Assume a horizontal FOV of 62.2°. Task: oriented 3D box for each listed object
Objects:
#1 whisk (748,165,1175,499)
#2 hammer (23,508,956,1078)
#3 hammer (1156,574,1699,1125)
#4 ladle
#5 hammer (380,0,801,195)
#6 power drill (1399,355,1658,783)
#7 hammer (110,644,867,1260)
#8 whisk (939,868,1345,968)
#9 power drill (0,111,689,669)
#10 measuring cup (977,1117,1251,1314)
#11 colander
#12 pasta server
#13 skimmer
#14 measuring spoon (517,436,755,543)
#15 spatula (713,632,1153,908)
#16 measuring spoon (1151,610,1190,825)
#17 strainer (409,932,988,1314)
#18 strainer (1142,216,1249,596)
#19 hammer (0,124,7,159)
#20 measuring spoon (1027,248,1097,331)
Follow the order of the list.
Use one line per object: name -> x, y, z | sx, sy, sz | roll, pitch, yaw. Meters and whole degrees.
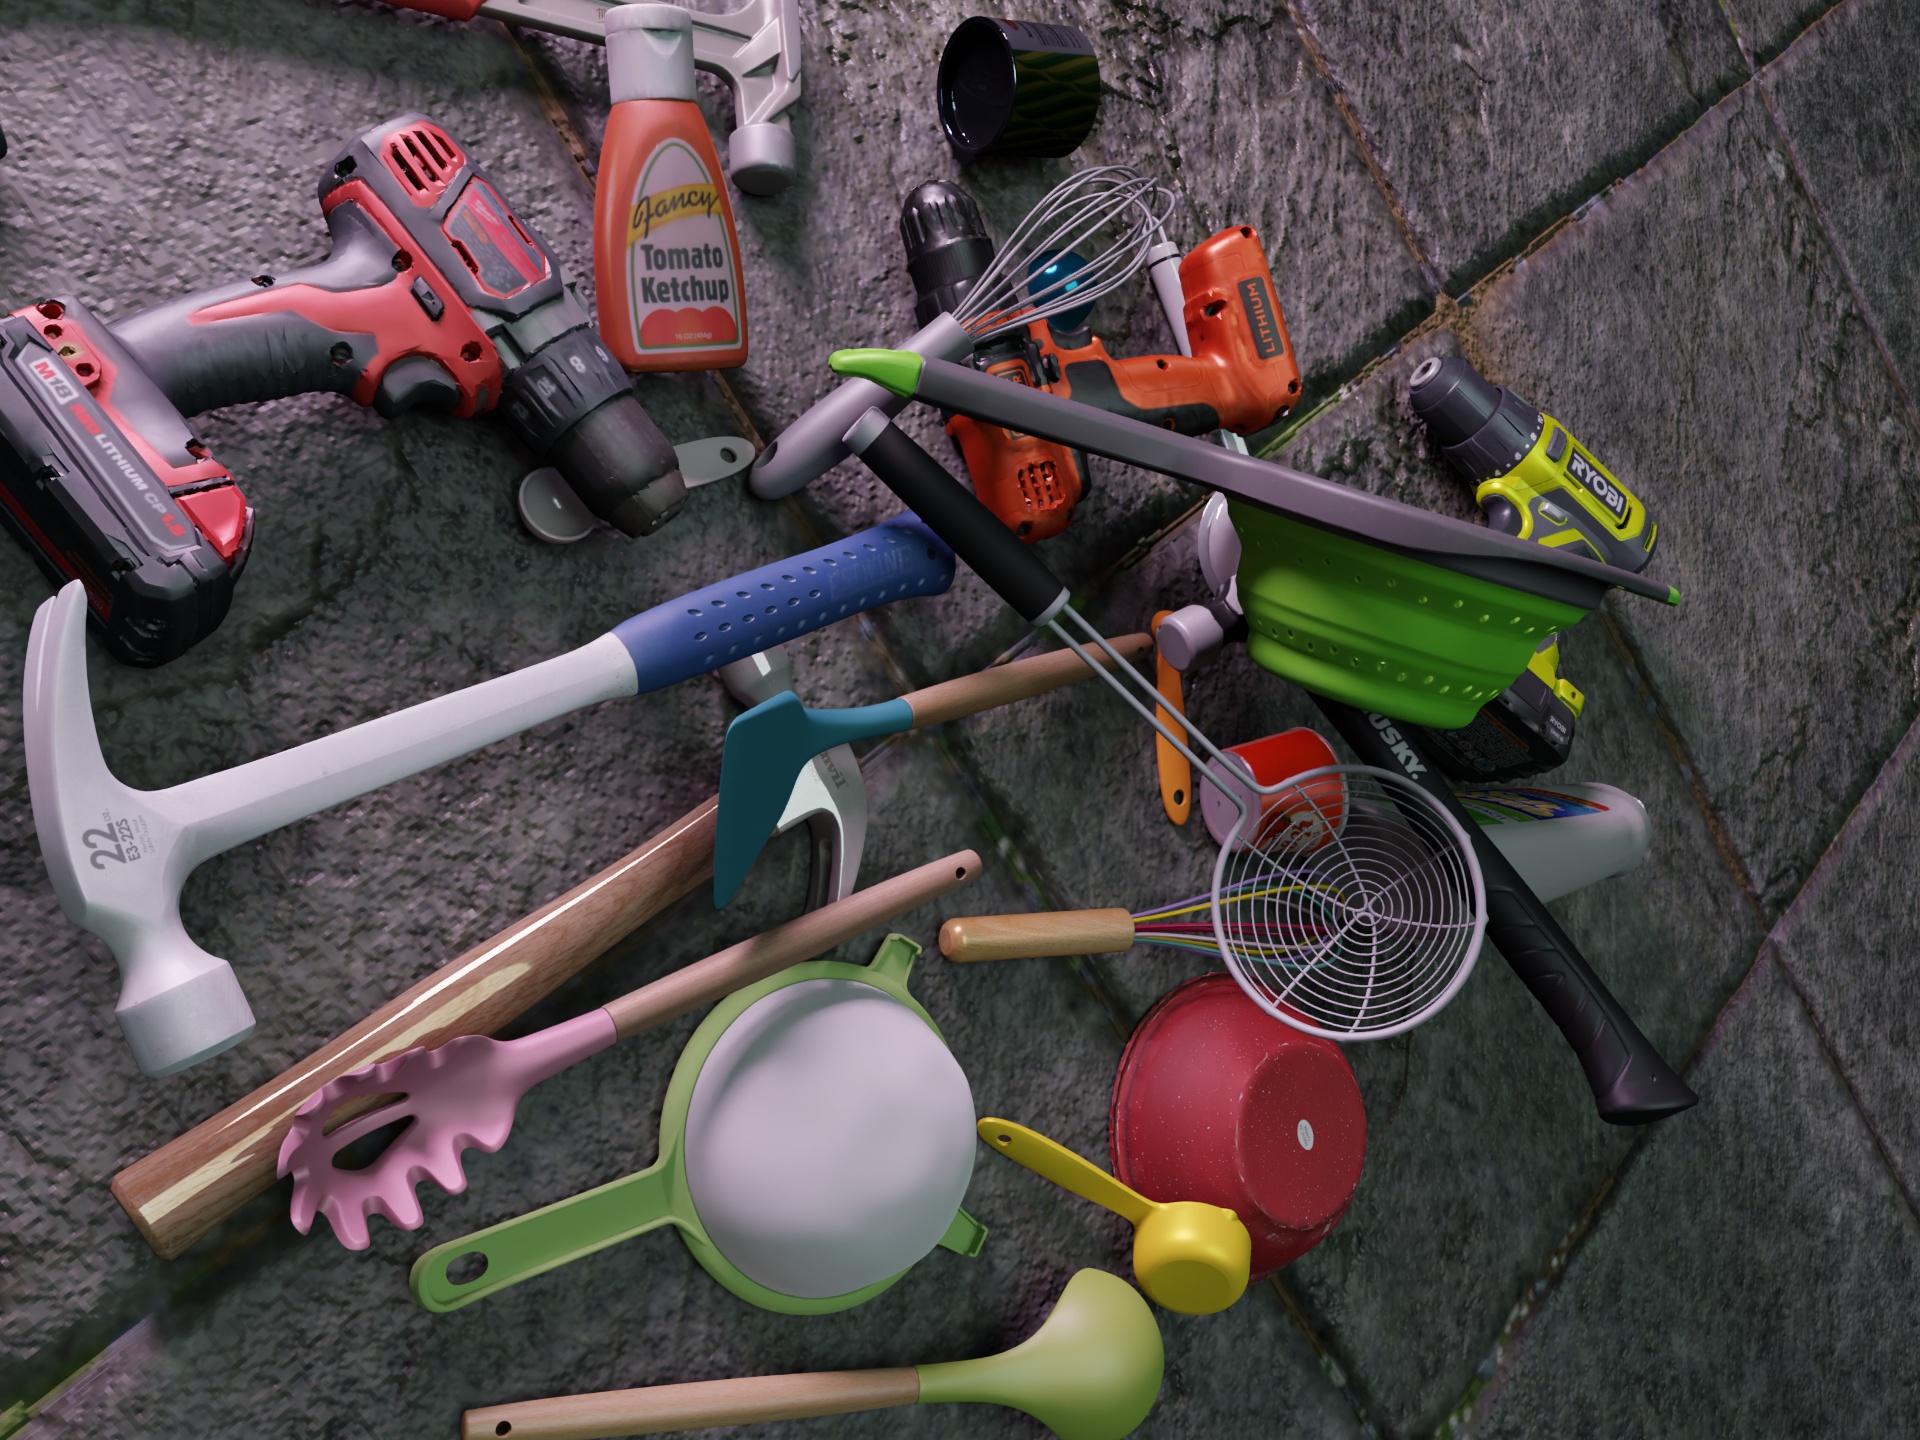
whisk -> 0.000, -0.176, 0.733 | 0.239, 0.055, 0.055 | -38, 104, -2
hammer -> -0.139, -0.024, 0.603 | 0.405, 0.035, 0.144 | -27, 99, -48
hammer -> 0.248, 0.053, 0.797 | 0.146, 0.035, 0.335 | -25, 69, -24
ladle -> -0.049, 0.283, 0.679 | 0.320, 0.062, 0.078 | 6, 80, -25
hammer -> -0.231, -0.325, 0.666 | 0.359, 0.037, 0.149 | 0, 81, -34
power drill -> 0.323, -0.096, 0.964 | 0.190, 0.080, 0.229 | 37, 61, -16
hammer -> -0.168, 0.095, 0.634 | 0.331, 0.031, 0.130 | -35, 100, -32
whisk -> 0.099, 0.108, 0.803 | 0.245, 0.047, 0.051 | 1, 69, -29
power drill -> -0.227, -0.111, 0.600 | 0.188, 0.080, 0.227 | 52, 55, -7
measuring cup -> 0.071, 0.235, 0.753 | 0.156, 0.062, 0.029 | 33, 33, -14
colander -> 0.123, -0.075, 0.728 | 0.397, 0.205, 0.094 | 14, 102, -13
pasta server -> -0.111, 0.111, 0.626 | 0.316, 0.040, 0.060 | -21, 104, -34
skimmer -> 0.085, -0.003, 0.714 | 0.363, 0.090, 0.127 | 43, 104, -12
measuring spoon -> -0.141, -0.103, 0.701 | 0.124, 0.018, 0.034 | -26, 85, -40
spatula -> -0.001, -0.002, 0.727 | 0.317, 0.044, 0.082 | -18, 124, -45
measuring spoon -> 0.115, -0.002, 0.848 | 0.021, 0.011, 0.117 | 4, 79, -33
strainer -> -0.088, 0.186, 0.646 | 0.256, 0.069, 0.151 | -12, 88, -36
strainer -> 0.150, -0.161, 0.886 | 0.087, 0.050, 0.258 | -21, 90, -23
hammer -> -0.425, -0.055, 0.492 | 0.149, 0.036, 0.409 | 30, 66, -24
measuring spoon -> 0.058, -0.191, 0.839 | 0.042, 0.021, 0.129 | 6, 77, -32
